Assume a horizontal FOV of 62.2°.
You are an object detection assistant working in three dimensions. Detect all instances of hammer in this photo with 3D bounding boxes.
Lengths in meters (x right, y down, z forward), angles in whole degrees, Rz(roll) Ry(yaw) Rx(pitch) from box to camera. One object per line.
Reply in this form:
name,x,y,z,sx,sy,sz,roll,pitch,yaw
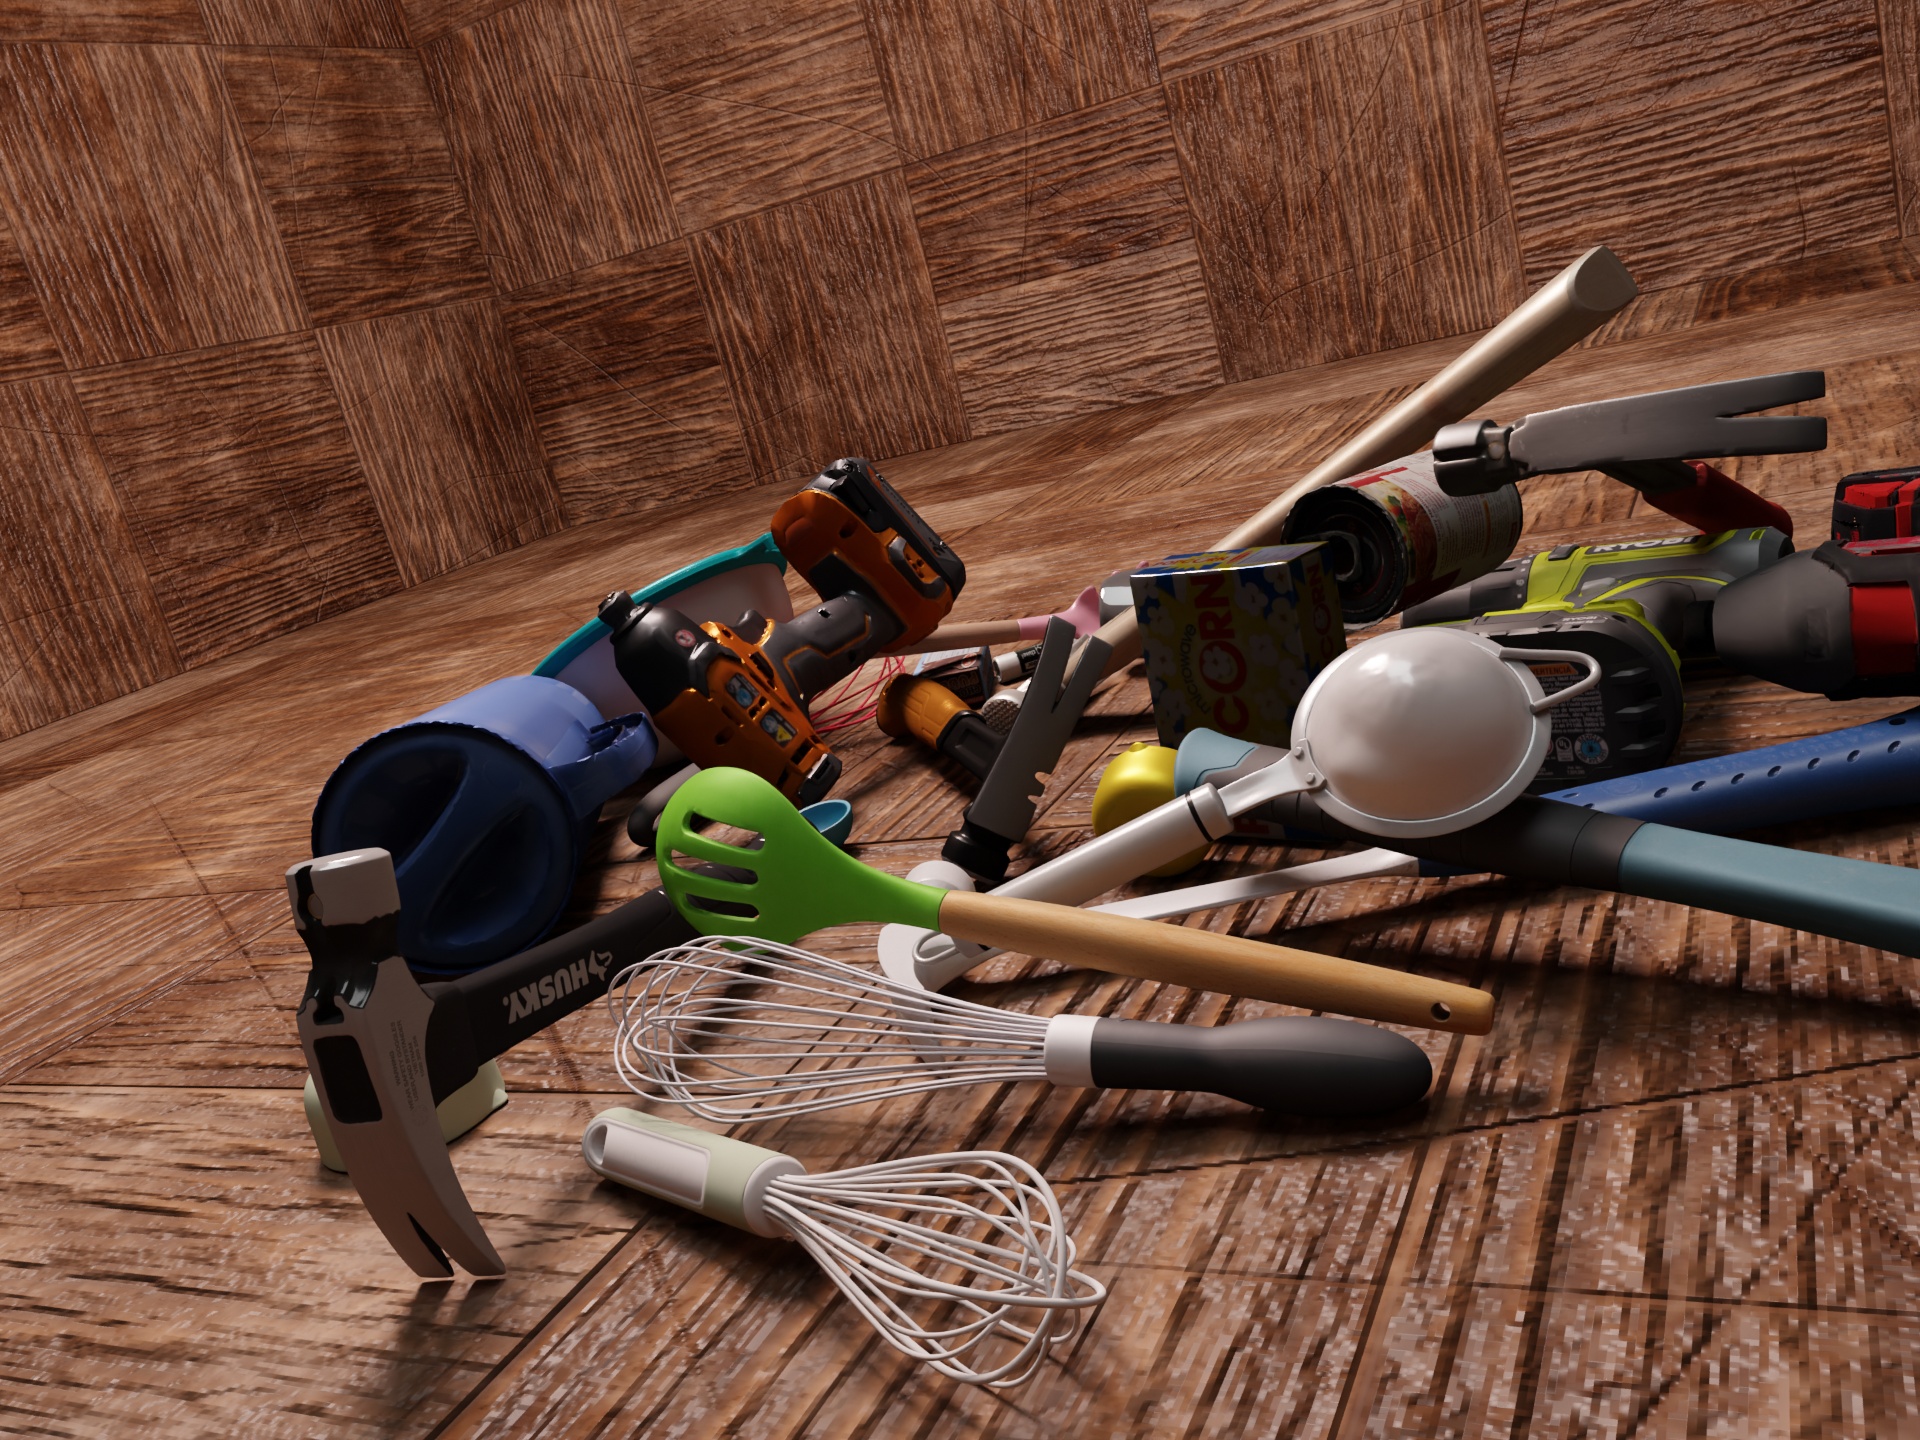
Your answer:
hammer,0.181,-0.113,0.871,0.410,0.038,0.146,-37,0,35
hammer,0.163,0.057,0.605,0.405,0.035,0.144,-13,14,9
hammer,-0.001,-0.003,0.891,0.034,0.127,0.337,25,1,-14
hammer,-0.133,0.095,0.646,0.035,0.146,0.335,-9,4,21
hammer,0.204,0.042,0.515,0.331,0.033,0.128,11,36,44
hammer,0.364,-0.112,0.770,0.149,0.037,0.359,-2,-2,37

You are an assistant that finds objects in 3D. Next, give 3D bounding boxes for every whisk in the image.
whisk,0.007,0.106,0.523,0.284,0.070,0.070,-1,19,22
whisk,-0.120,0.005,1.045,0.073,0.073,0.296,-5,22,34
whisk,-0.051,0.145,0.477,0.059,0.058,0.246,15,-12,-38

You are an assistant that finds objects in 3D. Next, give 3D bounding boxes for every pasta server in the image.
pasta server,0.014,-0.062,1.074,0.316,0.060,0.040,-7,-25,-14

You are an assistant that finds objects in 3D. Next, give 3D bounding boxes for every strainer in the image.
strainer,0.093,0.028,0.549,0.258,0.050,0.087,-28,47,14
strainer,-0.244,0.005,1.097,0.340,0.095,0.211,-32,-5,-14

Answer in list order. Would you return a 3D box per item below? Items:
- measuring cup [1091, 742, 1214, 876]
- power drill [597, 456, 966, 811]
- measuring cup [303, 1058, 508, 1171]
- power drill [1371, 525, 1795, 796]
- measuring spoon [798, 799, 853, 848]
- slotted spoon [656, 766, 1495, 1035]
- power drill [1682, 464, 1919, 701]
measuring cup,0.126,0.034,0.669,0.156,0.062,0.029,-11,26,31
power drill,-0.106,-0.060,0.949,0.084,0.164,0.227,-31,18,46
measuring cup,-0.227,0.135,0.696,0.083,0.038,0.168,-13,17,8
power drill,0.274,-0.034,0.753,0.190,0.080,0.228,-3,16,38
measuring spoon,-0.098,0.083,0.821,0.042,0.021,0.129,-4,27,39
slotted spoon,0.019,0.068,0.542,0.314,0.070,0.031,8,10,25
power drill,0.396,-0.057,0.652,0.143,0.078,0.219,-2,12,40
